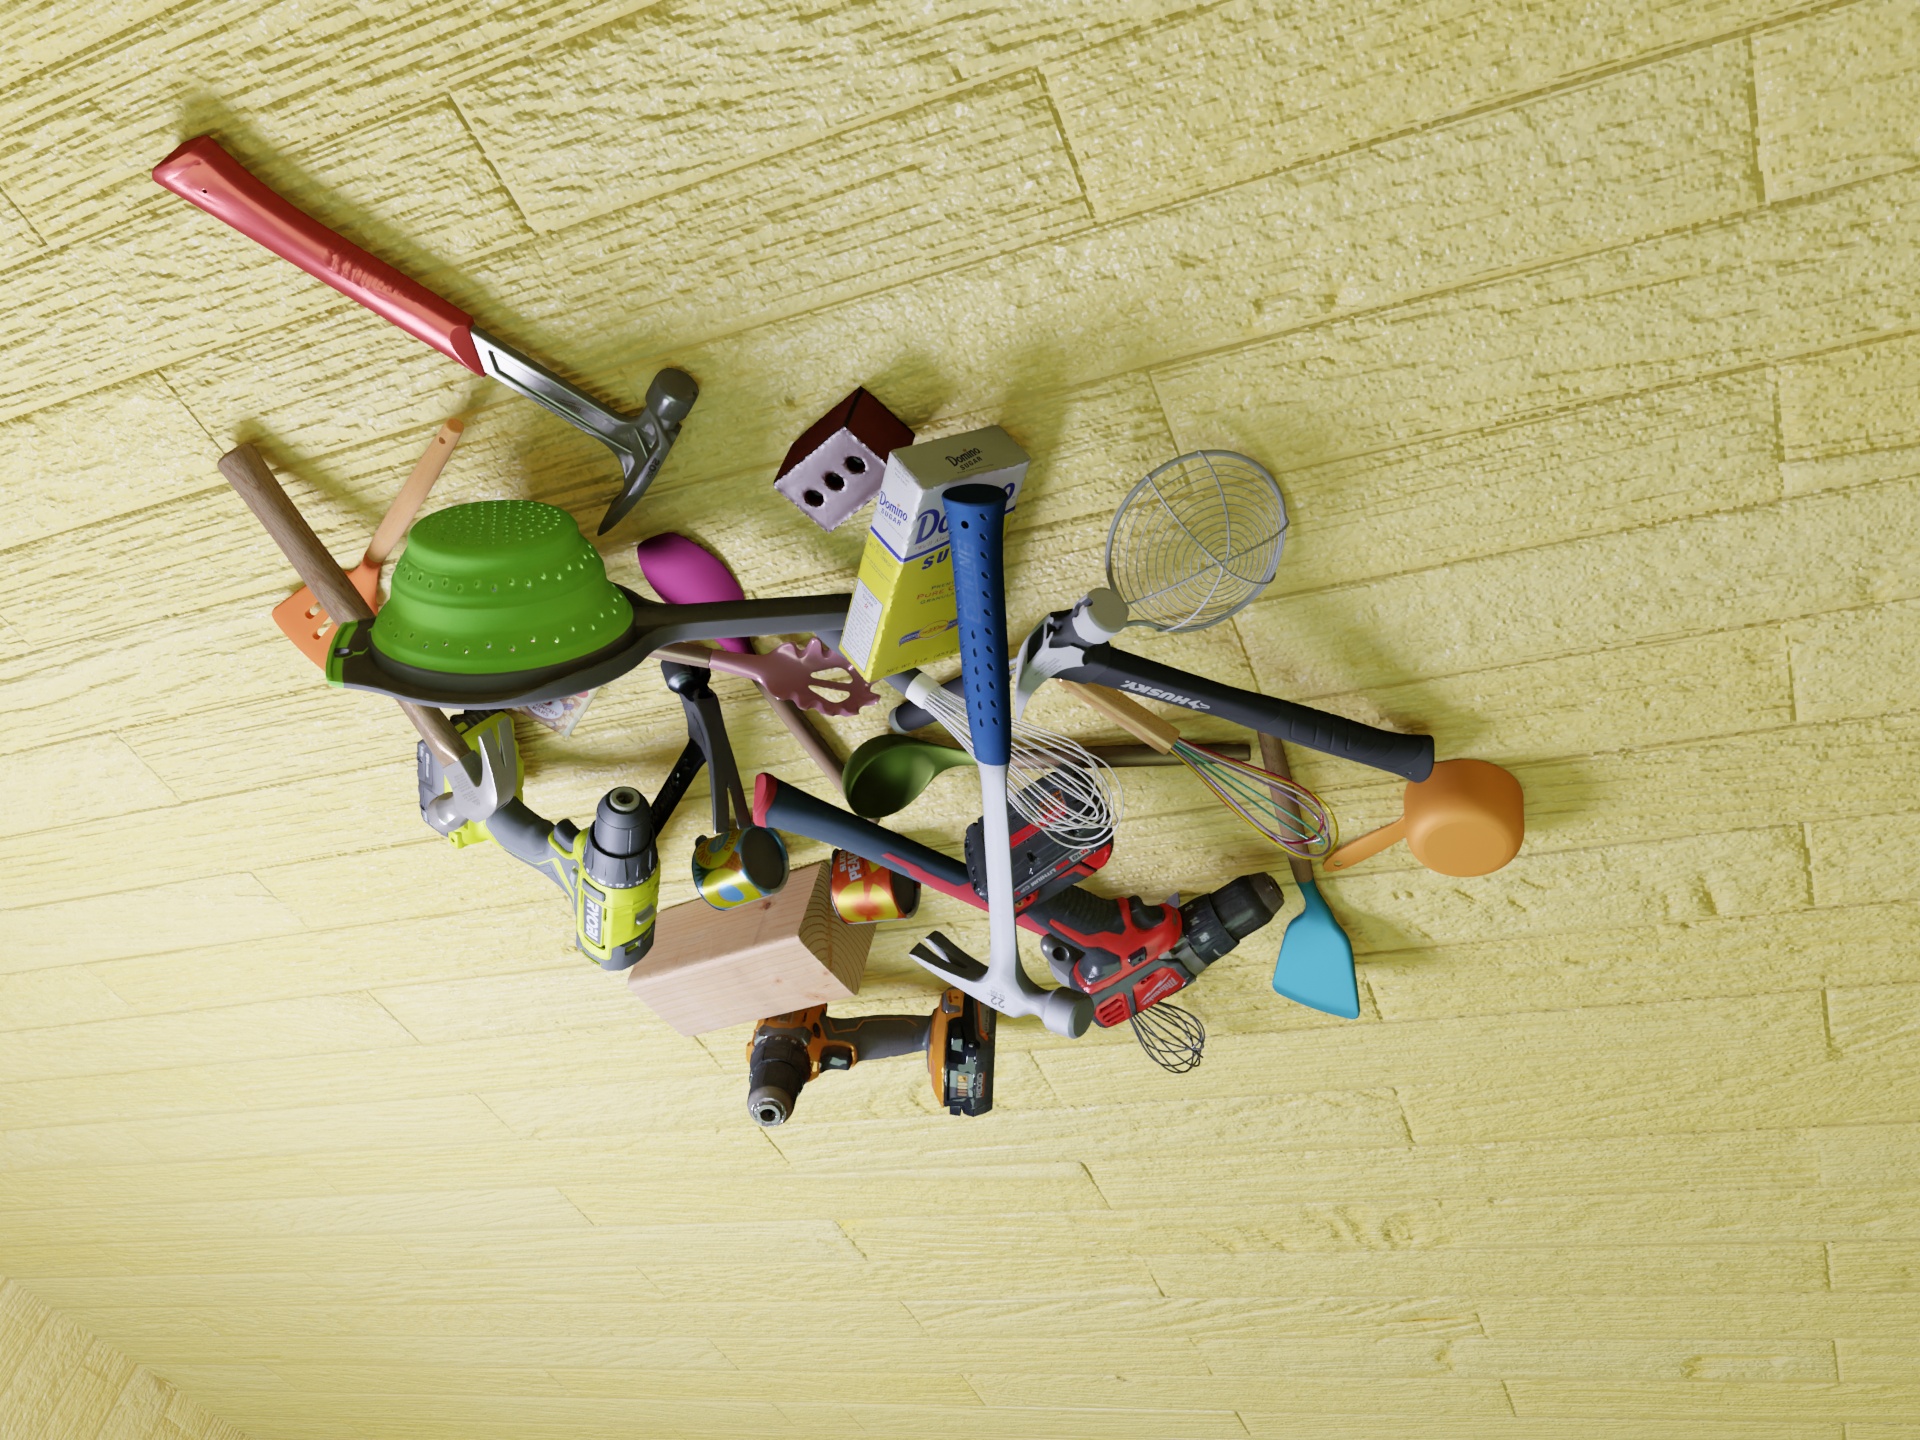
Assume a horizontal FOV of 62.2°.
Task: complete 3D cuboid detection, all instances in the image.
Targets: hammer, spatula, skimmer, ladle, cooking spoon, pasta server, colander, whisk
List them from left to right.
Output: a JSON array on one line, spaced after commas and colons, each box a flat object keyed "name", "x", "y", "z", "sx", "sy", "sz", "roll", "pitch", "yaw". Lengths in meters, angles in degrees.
[{"name": "hammer", "x": -0.450, "y": -0.064, "z": 1.212, "sx": 0.130, "sy": 0.031, "sz": 0.331, "roll": -22, "pitch": 107, "yaw": 40}, {"name": "spatula", "x": -0.438, "y": -0.131, "z": 1.194, "sx": 0.081, "sy": 0.041, "sz": 0.322, "roll": 46, "pitch": 137, "yaw": -8}, {"name": "hammer", "x": -0.359, "y": -0.263, "z": 1.061, "sx": 0.359, "sy": 0.037, "sz": 0.149, "roll": 30, "pitch": 134, "yaw": -16}, {"name": "colander", "x": -0.234, "y": -0.099, "z": 1.102, "sx": 0.397, "sy": 0.205, "sz": 0.094, "roll": -5, "pitch": 117, "yaw": -13}, {"name": "hammer", "x": -0.268, "y": 0.105, "z": 1.363, "sx": 0.036, "sy": 0.149, "sz": 0.408, "roll": -9, "pitch": 154, "yaw": -32}, {"name": "pasta server", "x": -0.215, "y": -0.054, "z": 1.196, "sx": 0.316, "sy": 0.060, "sz": 0.040, "roll": 12, "pitch": 168, "yaw": -6}, {"name": "cooking spoon", "x": -0.149, "y": -0.024, "z": 1.255, "sx": 0.069, "sy": 0.017, "sz": 0.318, "roll": -16, "pitch": 127, "yaw": 28}, {"name": "whisk", "x": -0.002, "y": -0.003, "z": 1.150, "sx": 0.285, "sy": 0.070, "sz": 0.070, "roll": 35, "pitch": 139, "yaw": 17}, {"name": "hammer", "x": 0.004, "y": 0.121, "z": 1.288, "sx": 0.386, "sy": 0.038, "sz": 0.143, "roll": 27, "pitch": 135, "yaw": -31}, {"name": "hammer", "x": 0.017, "y": 0.034, "z": 1.084, "sx": 0.144, "sy": 0.035, "sz": 0.405, "roll": 15, "pitch": 125, "yaw": 32}, {"name": "ladle", "x": 0.063, "y": 0.039, "z": 1.237, "sx": 0.320, "sy": 0.062, "sz": 0.078, "roll": -2, "pitch": 143, "yaw": 13}, {"name": "skimmer", "x": 0.072, "y": -0.077, "z": 1.136, "sx": 0.127, "sy": 0.090, "sz": 0.363, "roll": 30, "pitch": 145, "yaw": -29}, {"name": "whisk", "x": 0.142, "y": 0.245, "z": 1.385, "sx": 0.055, "sy": 0.055, "sz": 0.238, "roll": -23, "pitch": 133, "yaw": 33}, {"name": "whisk", "x": 0.178, "y": 0.026, "z": 1.186, "sx": 0.245, "sy": 0.051, "sz": 0.047, "roll": 33, "pitch": 95, "yaw": -1}, {"name": "hammer", "x": 0.194, "y": -0.007, "z": 1.112, "sx": 0.334, "sy": 0.035, "sz": 0.146, "roll": 15, "pitch": 153, "yaw": -22}, {"name": "spatula", "x": 0.265, "y": 0.115, "z": 1.265, "sx": 0.082, "sy": 0.044, "sz": 0.317, "roll": 15, "pitch": 141, "yaw": 39}]

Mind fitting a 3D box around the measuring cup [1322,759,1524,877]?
[{"name": "measuring cup", "x": 0.349, "y": 0.096, "z": 1.216, "sx": 0.095, "sy": 0.052, "sz": 0.173, "roll": 39, "pitch": 129, "yaw": -23}]

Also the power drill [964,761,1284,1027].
[{"name": "power drill", "x": 0.130, "y": 0.133, "z": 1.241, "sx": 0.188, "sy": 0.080, "sz": 0.226, "roll": -34, "pitch": 124, "yaw": 14}]

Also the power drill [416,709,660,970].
[{"name": "power drill", "x": -0.338, "y": 0.082, "z": 1.306, "sx": 0.229, "sy": 0.080, "sz": 0.190, "roll": 33, "pitch": 137, "yaw": 18}]

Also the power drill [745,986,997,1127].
[{"name": "power drill", "x": -0.082, "y": 0.306, "z": 1.441, "sx": 0.226, "sy": 0.185, "sz": 0.084, "roll": 3, "pitch": 111, "yaw": 2}]
